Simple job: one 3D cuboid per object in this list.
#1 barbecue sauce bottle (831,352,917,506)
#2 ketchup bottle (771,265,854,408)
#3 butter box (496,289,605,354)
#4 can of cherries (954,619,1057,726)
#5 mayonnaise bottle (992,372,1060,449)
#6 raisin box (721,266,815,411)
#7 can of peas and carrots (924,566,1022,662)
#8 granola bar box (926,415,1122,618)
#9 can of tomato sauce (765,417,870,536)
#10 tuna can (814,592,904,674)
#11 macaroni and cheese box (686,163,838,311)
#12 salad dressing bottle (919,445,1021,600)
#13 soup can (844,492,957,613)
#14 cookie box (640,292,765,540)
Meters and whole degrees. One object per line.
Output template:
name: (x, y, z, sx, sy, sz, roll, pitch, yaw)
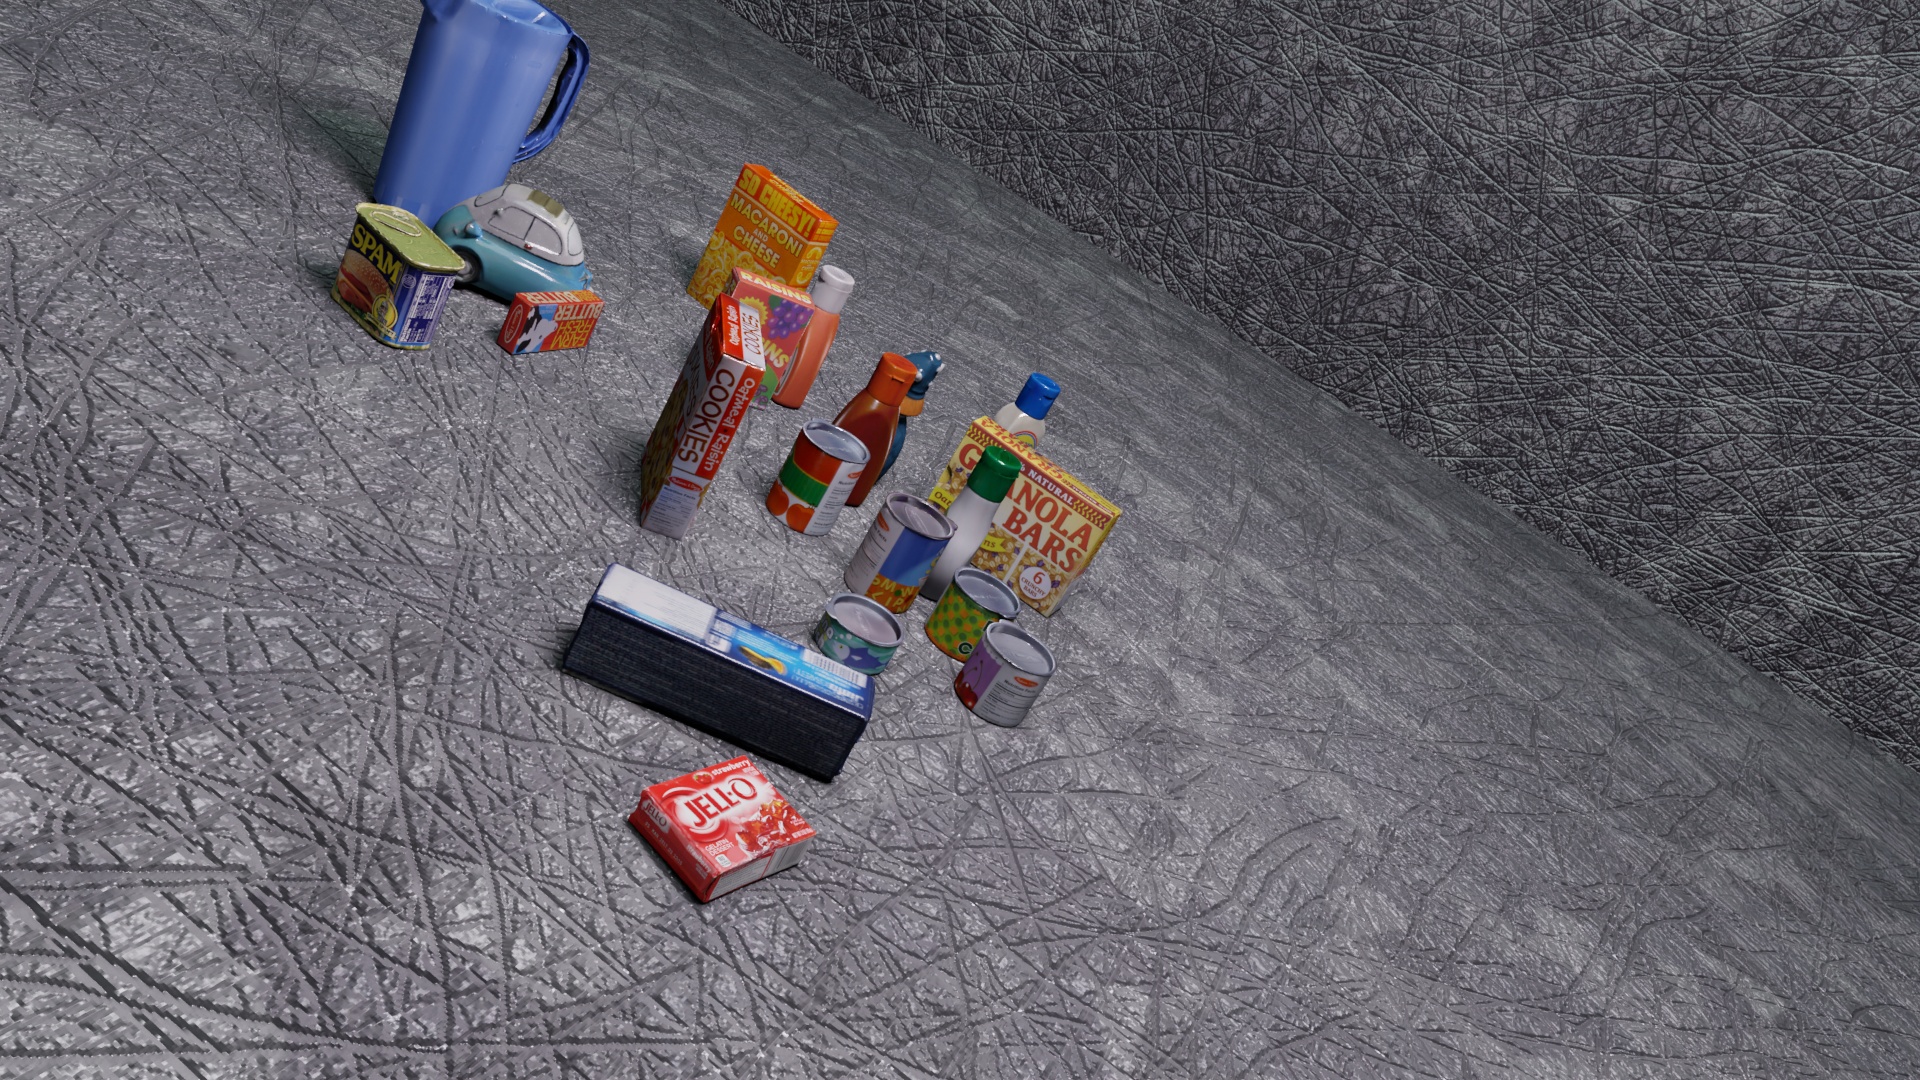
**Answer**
barbecue sauce bottle: (-0.089, -0.106, 1.309, 0.065, 0.148, 0.044, 22, 24, -20)
ketchup bottle: (-0.158, -0.213, 1.446, 0.043, 0.148, 0.065, 12, 29, -37)
butter box: (-0.378, -0.203, 1.284, 0.024, 0.053, 0.104, 37, 24, 14)
can of cherries: (0.036, 0.109, 1.140, 0.071, 0.058, 0.072, 25, 23, -12)
mayonnaise bottle: (0.056, -0.109, 1.488, 0.065, 0.147, 0.041, 12, 29, -37)
raisin box: (-0.211, -0.201, 1.390, 0.086, 0.123, 0.040, 18, 26, -28)
can of peas and carrots: (0.012, 0.066, 1.196, 0.071, 0.058, 0.071, 25, 23, -12)
granola bar box: (0.054, -0.023, 1.344, 0.166, 0.123, 0.039, 36, 23, 12)
can of tomato sauce: (-0.130, -0.057, 1.246, 0.071, 0.082, 0.071, 26, 23, -12)
tuna can: (-0.083, 0.074, 1.102, 0.071, 0.032, 0.071, 25, 24, -12)
macaroni and cheese box: (-0.223, -0.317, 1.555, 0.124, 0.165, 0.040, 39, 24, 19)
salad dressing bottle: (0.004, -0.016, 1.239, 0.044, 0.147, 0.064, 27, 23, -9)
soup can: (-0.051, 0.012, 1.199, 0.071, 0.083, 0.071, 26, 23, -12)
cookie box: (-0.213, -0.103, 1.133, 0.040, 0.166, 0.123, 21, 25, -23)
